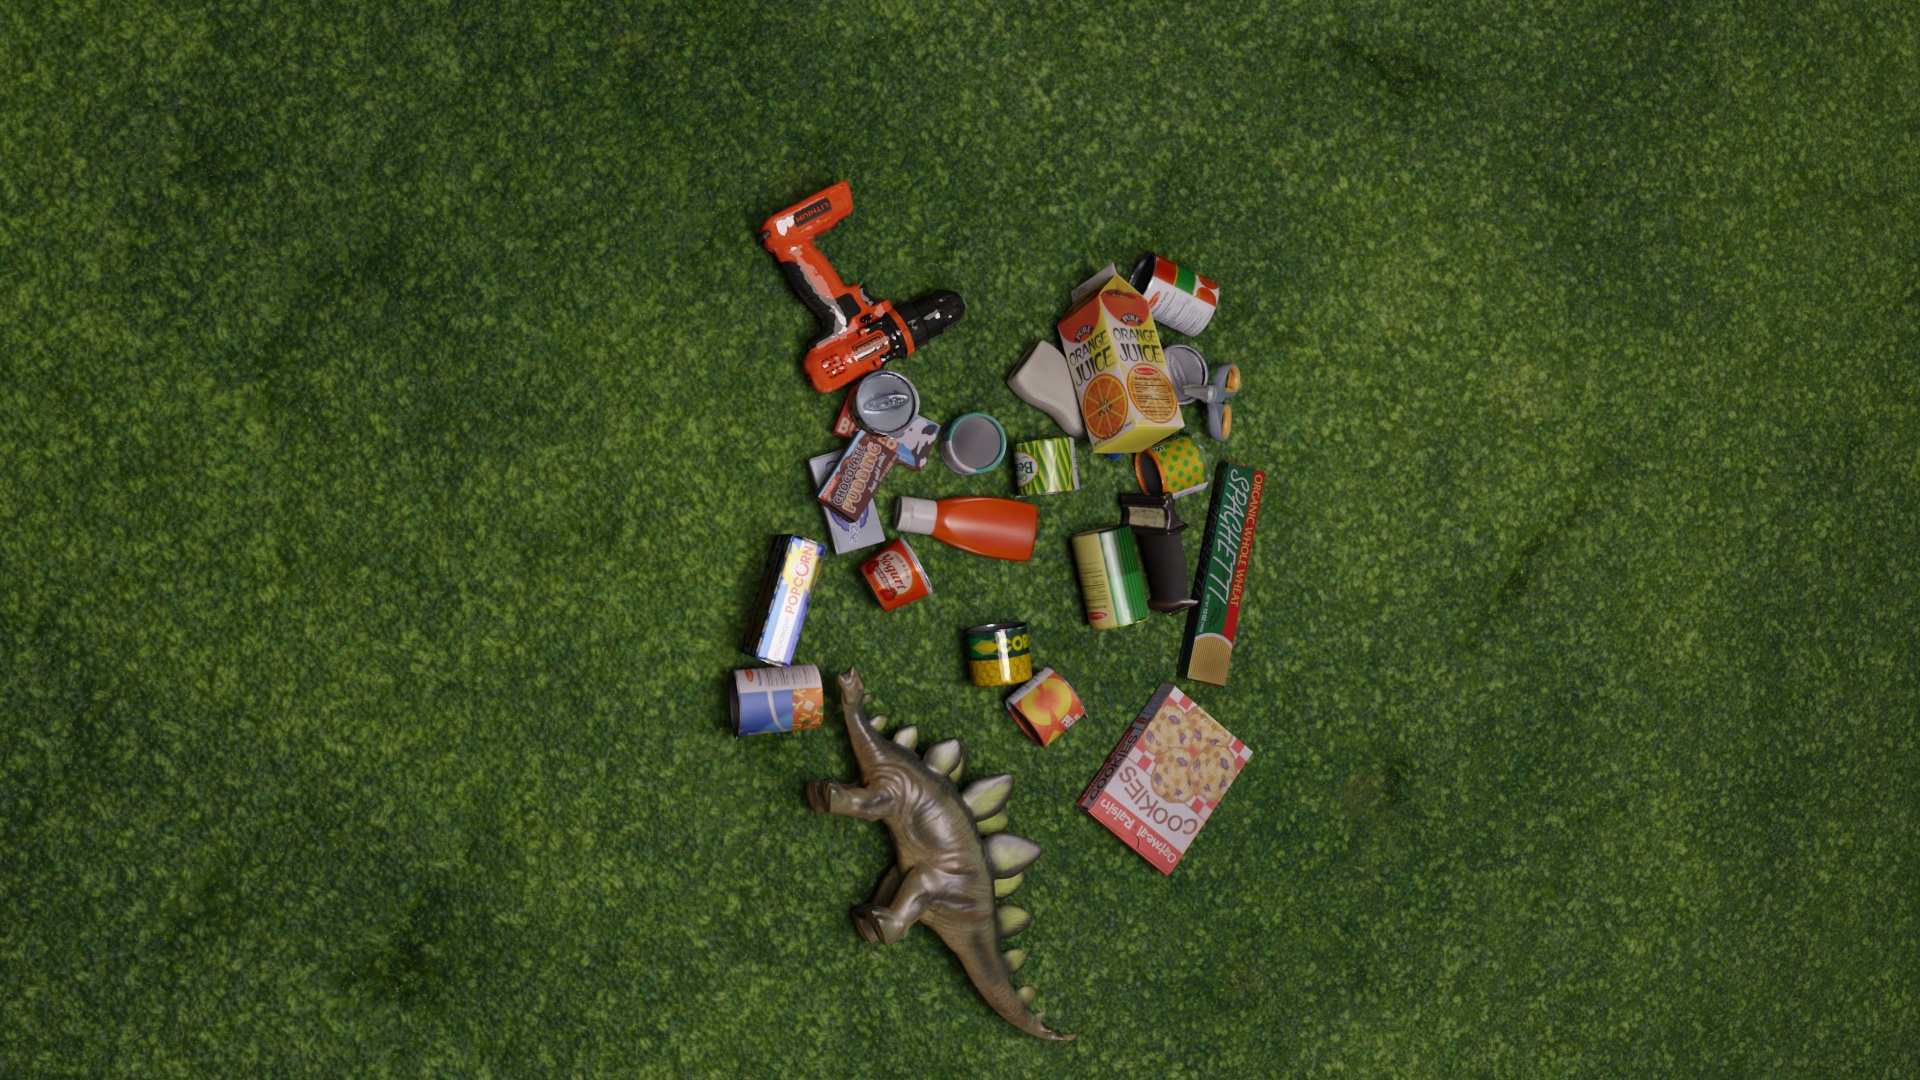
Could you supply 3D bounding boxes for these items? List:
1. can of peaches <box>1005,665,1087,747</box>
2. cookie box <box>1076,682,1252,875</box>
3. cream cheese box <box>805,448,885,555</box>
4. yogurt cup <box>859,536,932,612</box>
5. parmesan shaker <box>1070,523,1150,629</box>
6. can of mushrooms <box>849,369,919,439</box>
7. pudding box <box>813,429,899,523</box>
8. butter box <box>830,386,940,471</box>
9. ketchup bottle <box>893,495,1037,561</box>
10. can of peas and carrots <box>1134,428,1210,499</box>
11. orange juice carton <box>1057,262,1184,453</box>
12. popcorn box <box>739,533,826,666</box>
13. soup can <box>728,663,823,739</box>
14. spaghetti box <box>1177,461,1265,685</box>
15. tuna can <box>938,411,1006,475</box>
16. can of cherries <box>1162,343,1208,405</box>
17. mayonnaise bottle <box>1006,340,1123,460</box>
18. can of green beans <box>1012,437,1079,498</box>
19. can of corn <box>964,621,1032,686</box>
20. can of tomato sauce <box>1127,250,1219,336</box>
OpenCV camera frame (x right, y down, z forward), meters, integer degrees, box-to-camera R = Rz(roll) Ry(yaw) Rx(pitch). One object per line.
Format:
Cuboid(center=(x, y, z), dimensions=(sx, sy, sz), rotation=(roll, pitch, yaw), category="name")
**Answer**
Cuboid(center=(0.090, 0.178, 1.468), dimensions=(0.058, 0.071, 0.071), rotation=(-37, 100, -14), category="can of peaches")
Cuboid(center=(0.224, 0.261, 1.523), dimensions=(0.123, 0.040, 0.168), rotation=(40, 78, -13), category="cookie box")
Cuboid(center=(-0.119, -0.041, 1.428), dimensions=(0.053, 0.024, 0.103), rotation=(-18, 94, -18), category="cream cheese box")
Cuboid(center=(-0.068, 0.037, 1.424), dimensions=(0.054, 0.072, 0.072), rotation=(-30, 98, -8), category="yogurt cup")
Cuboid(center=(0.163, 0.038, 1.492), dimensions=(0.071, 0.071, 0.103), rotation=(-13, 93, -17), category="parmesan shaker")
Cuboid(center=(-0.078, -0.136, 1.412), dimensions=(0.071, 0.033, 0.071), rotation=(1, 87, -19), category="can of mushrooms")
Cuboid(center=(-0.106, -0.065, 1.403), dimensions=(0.049, 0.030, 0.084), rotation=(35, 79, -13), category="pudding box")
Cuboid(center=(-0.078, -0.116, 1.443), dimensions=(0.103, 0.024, 0.053), rotation=(23, 82, -16), category="butter box")
Cuboid(center=(0.005, -0.018, 1.457), dimensions=(0.149, 0.043, 0.064), rotation=(9, 86, -17), category="ketchup bottle")
Cuboid(center=(0.230, -0.081, 1.518), dimensions=(0.059, 0.071, 0.071), rotation=(-19, 95, -16), category="can of peas and carrots")
Cuboid(center=(0.164, -0.194, 1.472), dimensions=(0.073, 0.071, 0.193), rotation=(-3, 71, -37), category="orange juice carton")
Cuboid(center=(-0.177, 0.059, 1.376), dimensions=(0.038, 0.085, 0.127), rotation=(18, 83, -18), category="popcorn box")
Cuboid(center=(-0.184, 0.161, 1.383), dimensions=(0.084, 0.071, 0.071), rotation=(-3, 90, -18), category="soup can")
Cuboid(center=(0.292, 0.036, 1.555), dimensions=(0.050, 0.028, 0.250), rotation=(13, 85, -18), category="spaghetti box")
Cuboid(center=(0.015, -0.104, 1.467), dimensions=(0.071, 0.033, 0.071), rotation=(0, 89, -17), category="tuna can")
Cuboid(center=(0.227, -0.179, 1.523), dimensions=(0.071, 0.058, 0.071), rotation=(0, 90, -18), category="can of cherries")
Cuboid(center=(0.122, -0.146, 1.498), dimensions=(0.148, 0.041, 0.065), rotation=(40, 70, -14), category="mayonnaise bottle")
Cuboid(center=(0.091, -0.077, 1.474), dimensions=(0.071, 0.071, 0.058), rotation=(-7, 91, -17), category="can of green beans")
Cuboid(center=(0.042, 0.119, 1.452), dimensions=(0.071, 0.071, 0.058), rotation=(-7, 92, -17), category="can of corn")
Cuboid(center=(0.231, -0.270, 1.523), dimensions=(0.083, 0.071, 0.071), rotation=(22, 83, -17), category="can of tomato sauce")
